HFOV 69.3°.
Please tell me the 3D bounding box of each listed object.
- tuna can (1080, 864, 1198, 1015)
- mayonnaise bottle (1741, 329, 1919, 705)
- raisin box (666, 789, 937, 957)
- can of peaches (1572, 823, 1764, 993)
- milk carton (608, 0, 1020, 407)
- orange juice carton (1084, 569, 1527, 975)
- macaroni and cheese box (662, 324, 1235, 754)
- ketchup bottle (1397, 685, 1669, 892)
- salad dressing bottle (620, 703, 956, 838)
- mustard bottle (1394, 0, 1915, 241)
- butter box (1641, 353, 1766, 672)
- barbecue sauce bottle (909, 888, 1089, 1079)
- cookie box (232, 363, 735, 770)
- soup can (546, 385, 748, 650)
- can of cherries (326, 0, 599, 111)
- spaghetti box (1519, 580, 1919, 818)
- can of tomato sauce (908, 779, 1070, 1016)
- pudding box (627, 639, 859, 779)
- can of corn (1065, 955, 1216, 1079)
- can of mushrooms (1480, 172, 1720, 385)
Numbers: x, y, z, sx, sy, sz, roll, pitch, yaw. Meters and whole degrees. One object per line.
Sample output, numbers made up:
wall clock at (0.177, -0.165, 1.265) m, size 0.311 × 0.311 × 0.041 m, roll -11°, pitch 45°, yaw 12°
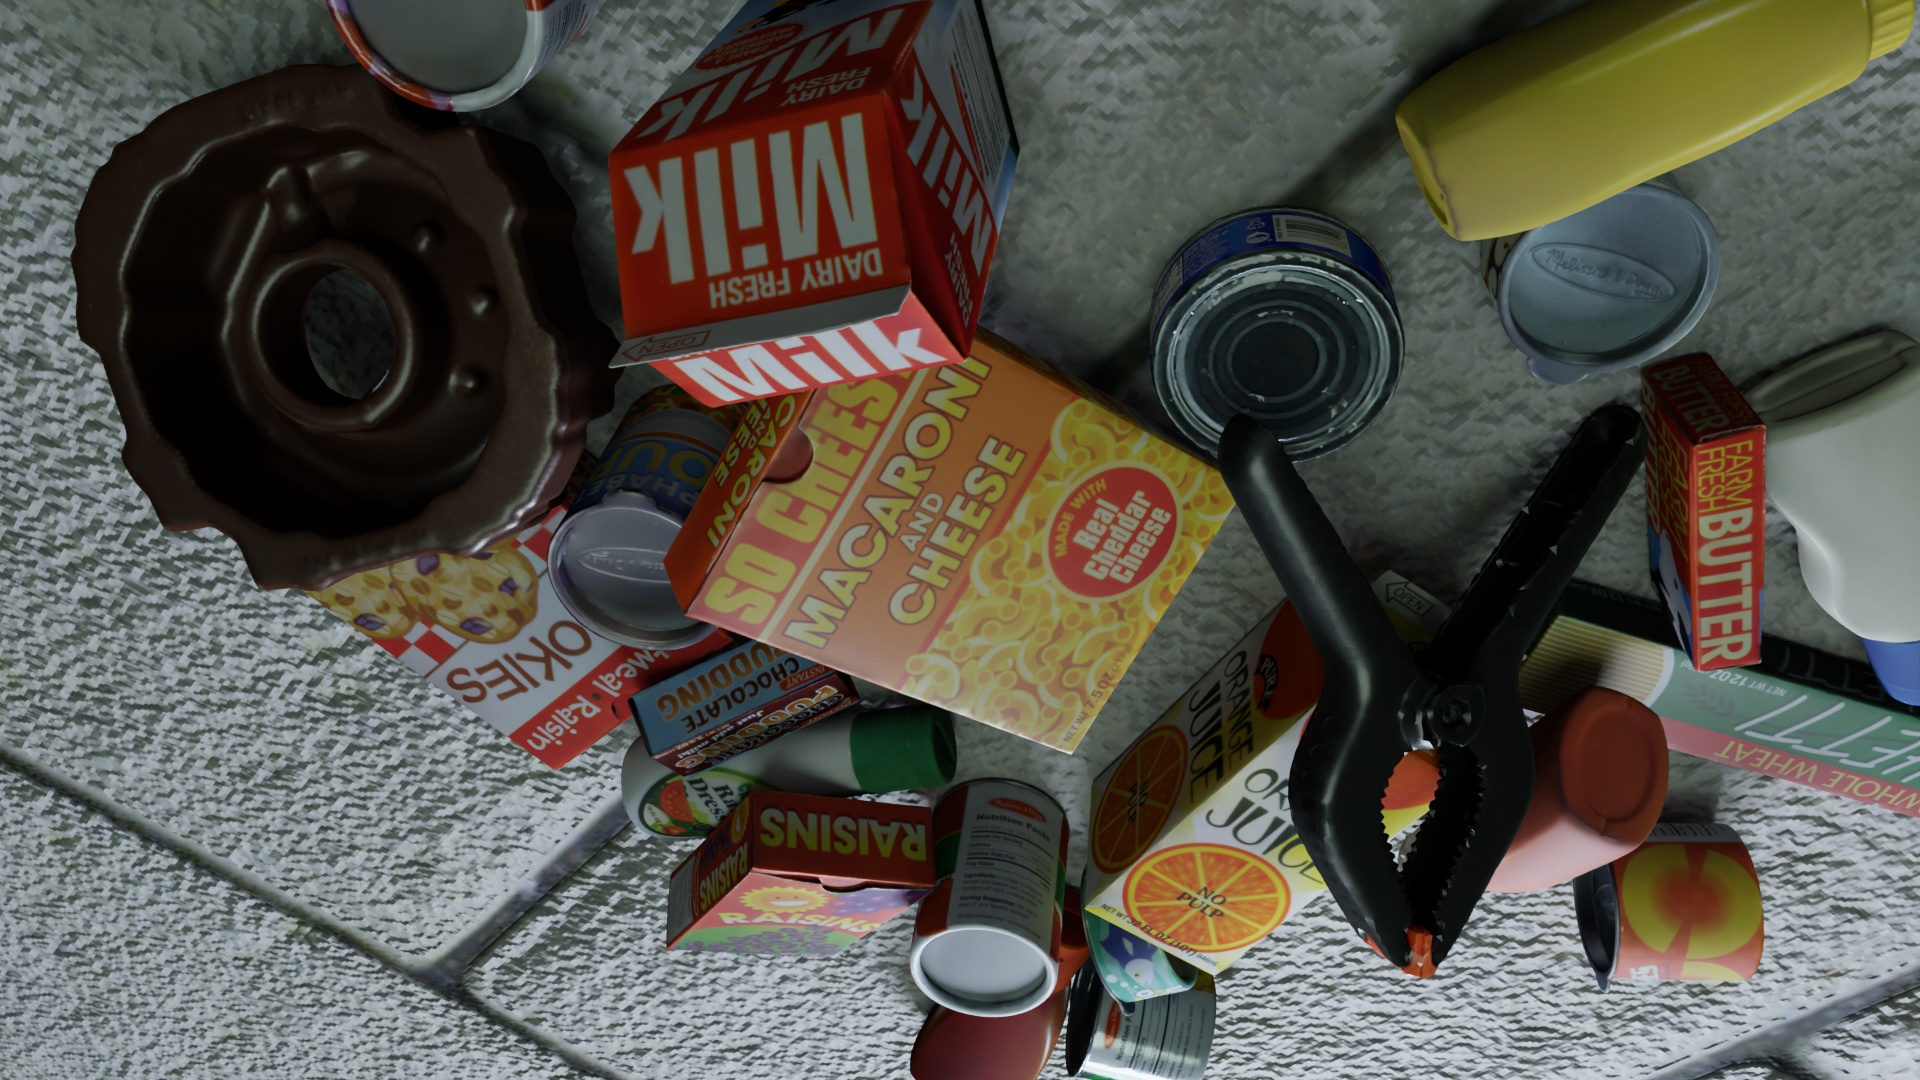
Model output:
tuna can at (0.084, 0.180, 0.642) m, size 0.033 × 0.071 × 0.071 m, roll -20°, pitch 121°, yaw 20°
mayonnaise bottle at (0.328, -0.002, 0.494) m, size 0.064 × 0.041 × 0.147 m, roll -27°, pitch 119°, yaw 20°
raisin box at (-0.075, 0.154, 0.630) m, size 0.086 × 0.040 × 0.122 m, roll 12°, pitch 146°, yaw -24°
can of peaches at (0.302, 0.157, 0.595) m, size 0.058 × 0.071 × 0.071 m, roll -3°, pitch 126°, yaw 9°
milk carton at (-0.034, -0.098, 0.378) m, size 0.072 × 0.191 × 0.073 m, roll -9°, pitch 124°, yaw 14°
orange juice carton at (0.135, 0.089, 0.566) m, size 0.072 × 0.073 × 0.191 m, roll 30°, pitch 124°, yaw -14°
macaroni and cheese box at (0.002, -0.006, 0.482) m, size 0.166 × 0.040 × 0.123 m, roll 24°, pitch 104°, yaw -31°
ketchup bottle at (0.223, 0.113, 0.560) m, size 0.043 × 0.065 × 0.148 m, roll 25°, pitch 151°, yaw 4°
salad dressing bottle at (-0.077, 0.100, 0.622) m, size 0.147 × 0.044 × 0.064 m, roll -11°, pitch 132°, yaw 15°
mustard bottle at (0.211, -0.138, 0.397) m, size 0.160 × 0.065 × 0.048 m, roll -20°, pitch 117°, yaw 17°
butter box at (0.262, -0.009, 0.490) m, size 0.024 × 0.053 × 0.103 m, roll -12°, pitch 124°, yaw 14°
barbecue sauce bottle at (0.026, 0.235, 0.707) m, size 0.065 × 0.044 × 0.147 m, roll 26°, pitch 125°, yaw 1°
cookie box at (-0.192, 0.011, 0.574) m, size 0.122 × 0.040 × 0.167 m, roll -36°, pitch 114°, yaw 28°
soup can at (-0.108, -0.013, 0.519) m, size 0.071 × 0.084 × 0.071 m, roll 4°, pitch 126°, yaw 5°
can of cherries at (-0.152, -0.173, 0.423) m, size 0.071 × 0.059 × 0.071 m, roll 4°, pitch 127°, yaw 5°
spaghetti box at (0.338, 0.071, 0.553) m, size 0.250 × 0.029 × 0.049 m, roll 16°, pitch 128°, yaw -3°
can of tomato sauce at (0.014, 0.163, 0.631) m, size 0.071 × 0.083 × 0.070 m, roll 4°, pitch 127°, yaw 5°
pudding box at (-0.089, 0.066, 0.580) m, size 0.084 × 0.030 × 0.049 m, roll -24°, pitch 158°, yaw -2°
can of corn at (0.088, 0.236, 0.687) m, size 0.058 × 0.071 × 0.070 m, roll 14°, pitch 127°, yaw -3°
can of mushrooms at (0.205, -0.088, 0.452) m, size 0.071 × 0.034 × 0.070 m, roll 3°, pitch 126°, yaw 5°
